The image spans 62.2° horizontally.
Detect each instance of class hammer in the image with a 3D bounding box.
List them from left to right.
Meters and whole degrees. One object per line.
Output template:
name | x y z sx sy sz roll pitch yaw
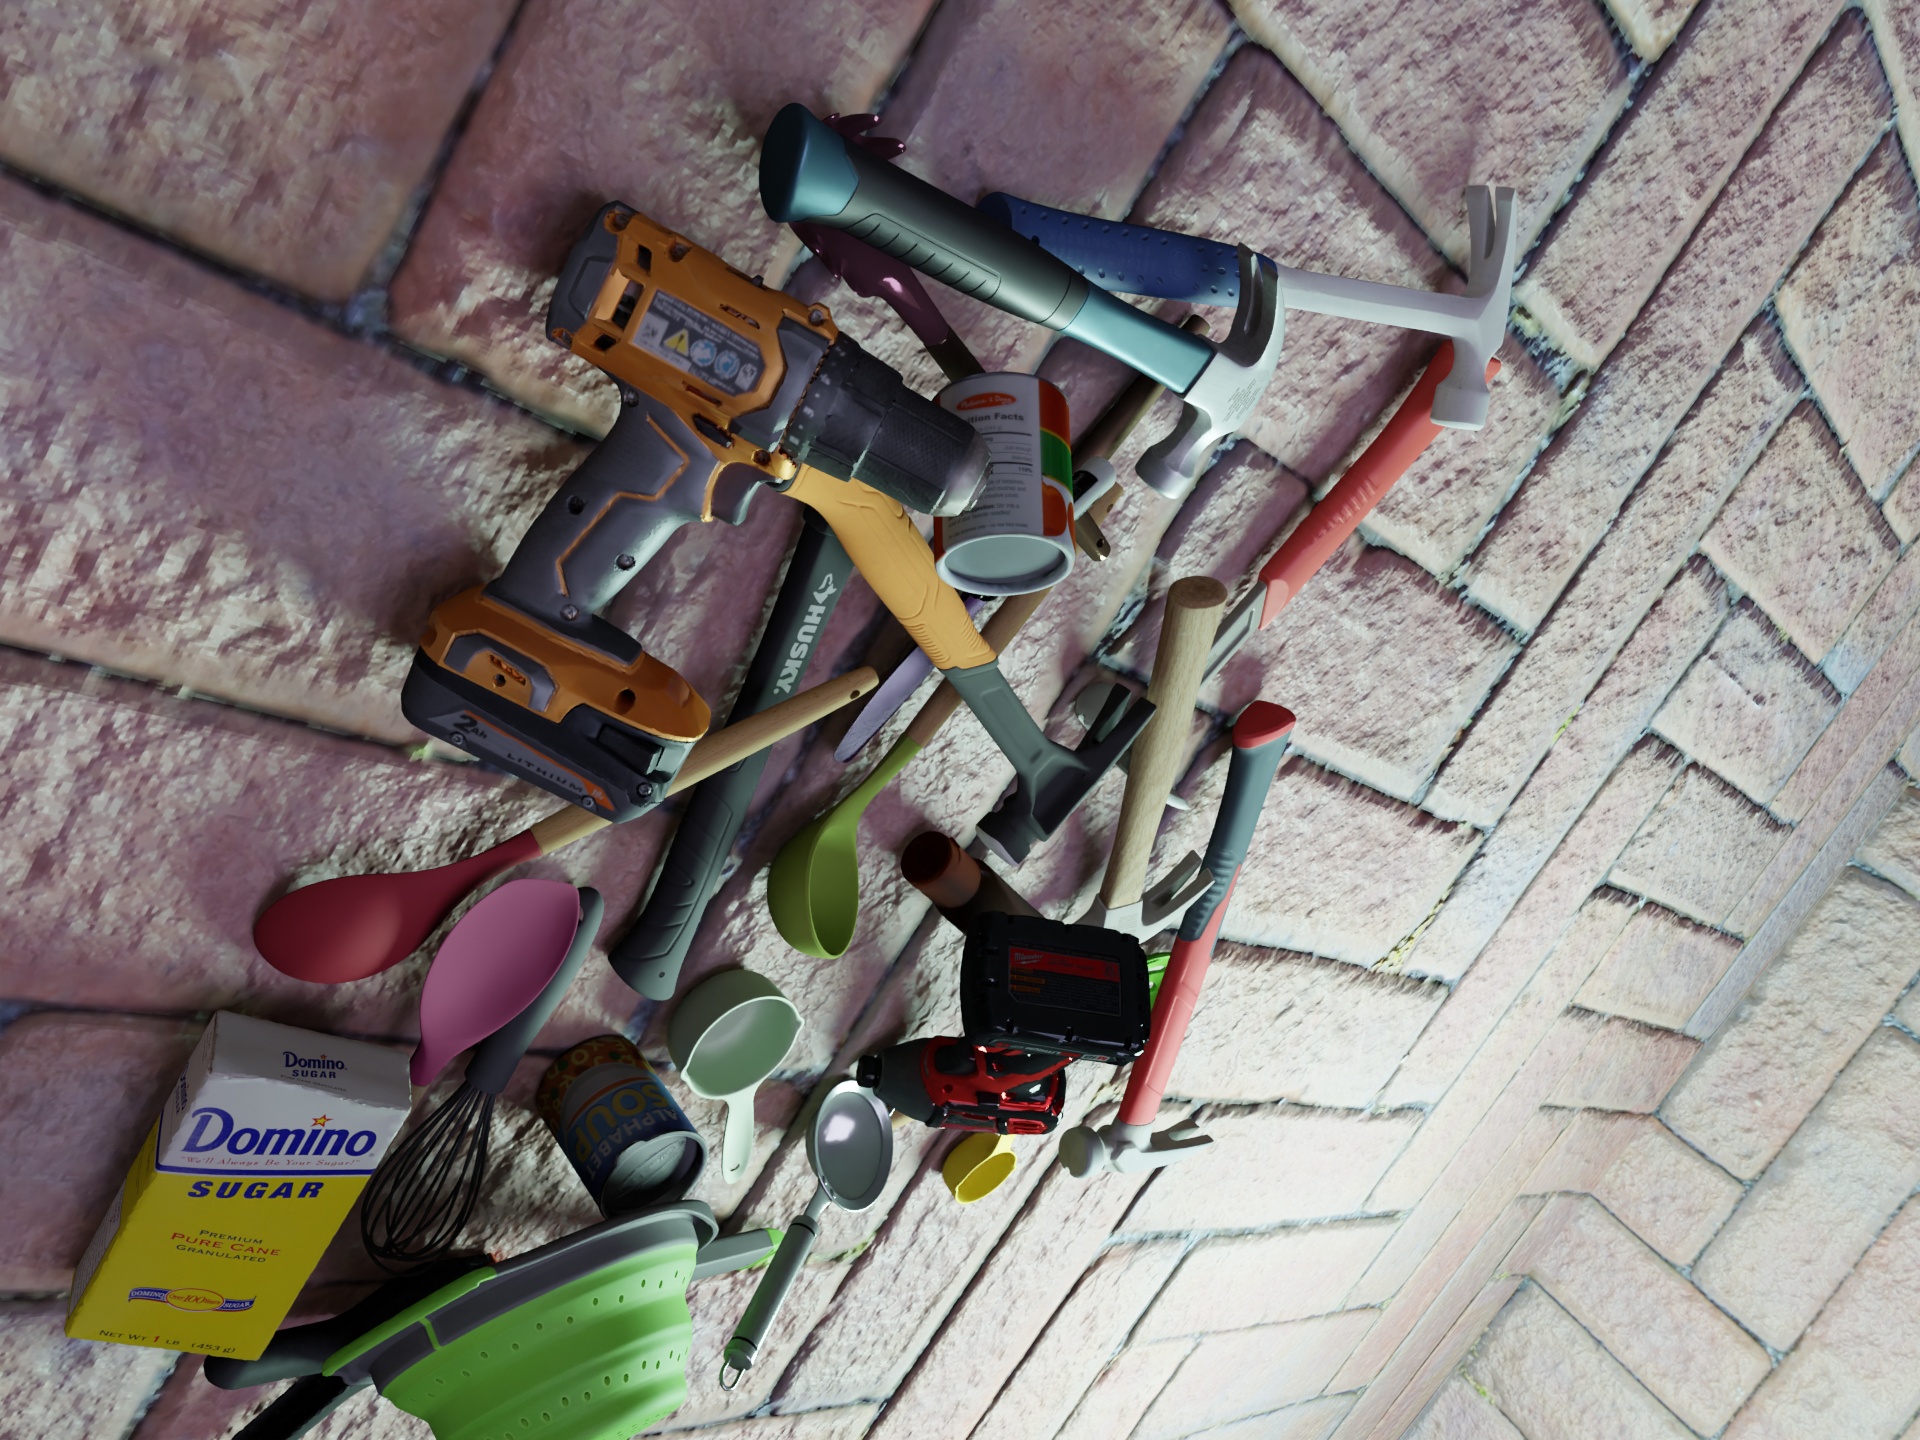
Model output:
hammer | -0.105 0.006 0.826 0.146 0.035 0.334 5 118 -45
hammer | -0.001 -0.049 0.816 0.127 0.034 0.336 -47 139 -8
hammer | 0.039 -0.194 0.725 0.330 0.033 0.128 11 124 -47
hammer | 0.123 0.041 1.020 0.130 0.031 0.331 -13 138 -20
hammer | 0.185 0.168 1.188 0.143 0.038 0.386 1 113 -38
hammer | 0.174 -0.243 0.866 0.405 0.035 0.144 -4 108 -38
hammer | 0.225 -0.101 1.046 0.359 0.037 0.149 -48 141 0

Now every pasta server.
pasta server | 0.006 -0.167 0.767 0.060 0.040 0.315 -53 137 -8

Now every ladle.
ladle | -0.179 0.046 0.761 0.315 0.031 0.069 -27 141 -15
ladle | -0.001 -0.003 0.901 0.320 0.062 0.078 -52 158 -1

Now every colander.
colander | -0.184 0.360 0.923 0.204 0.095 0.396 -33 160 12

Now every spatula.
spatula | 0.033 -0.099 0.877 0.316 0.018 0.059 -50 169 0

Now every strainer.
strainer | -0.099 0.317 1.009 0.086 0.050 0.258 64 28 -19

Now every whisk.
whisk | -0.248 0.190 0.836 0.055 0.055 0.239 21 102 -50

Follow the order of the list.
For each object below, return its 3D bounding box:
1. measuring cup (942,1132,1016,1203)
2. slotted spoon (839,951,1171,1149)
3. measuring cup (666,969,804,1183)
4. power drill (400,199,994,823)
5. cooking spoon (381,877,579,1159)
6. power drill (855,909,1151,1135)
measuring cup | 0.029 0.298 1.192 0.062 0.029 0.156 -4 126 -42
slotted spoon | 0.048 0.241 1.171 0.313 0.031 0.070 -21 134 -28
measuring cup | -0.142 0.218 0.966 0.083 0.038 0.167 -19 135 -32
power drill | -0.110 -0.071 0.661 0.185 0.084 0.226 27 105 -9
cooking spoon | -0.284 0.195 0.796 0.068 0.017 0.319 16 117 -47
power drill | 0.023 0.206 1.016 0.143 0.079 0.219 11 146 -14
